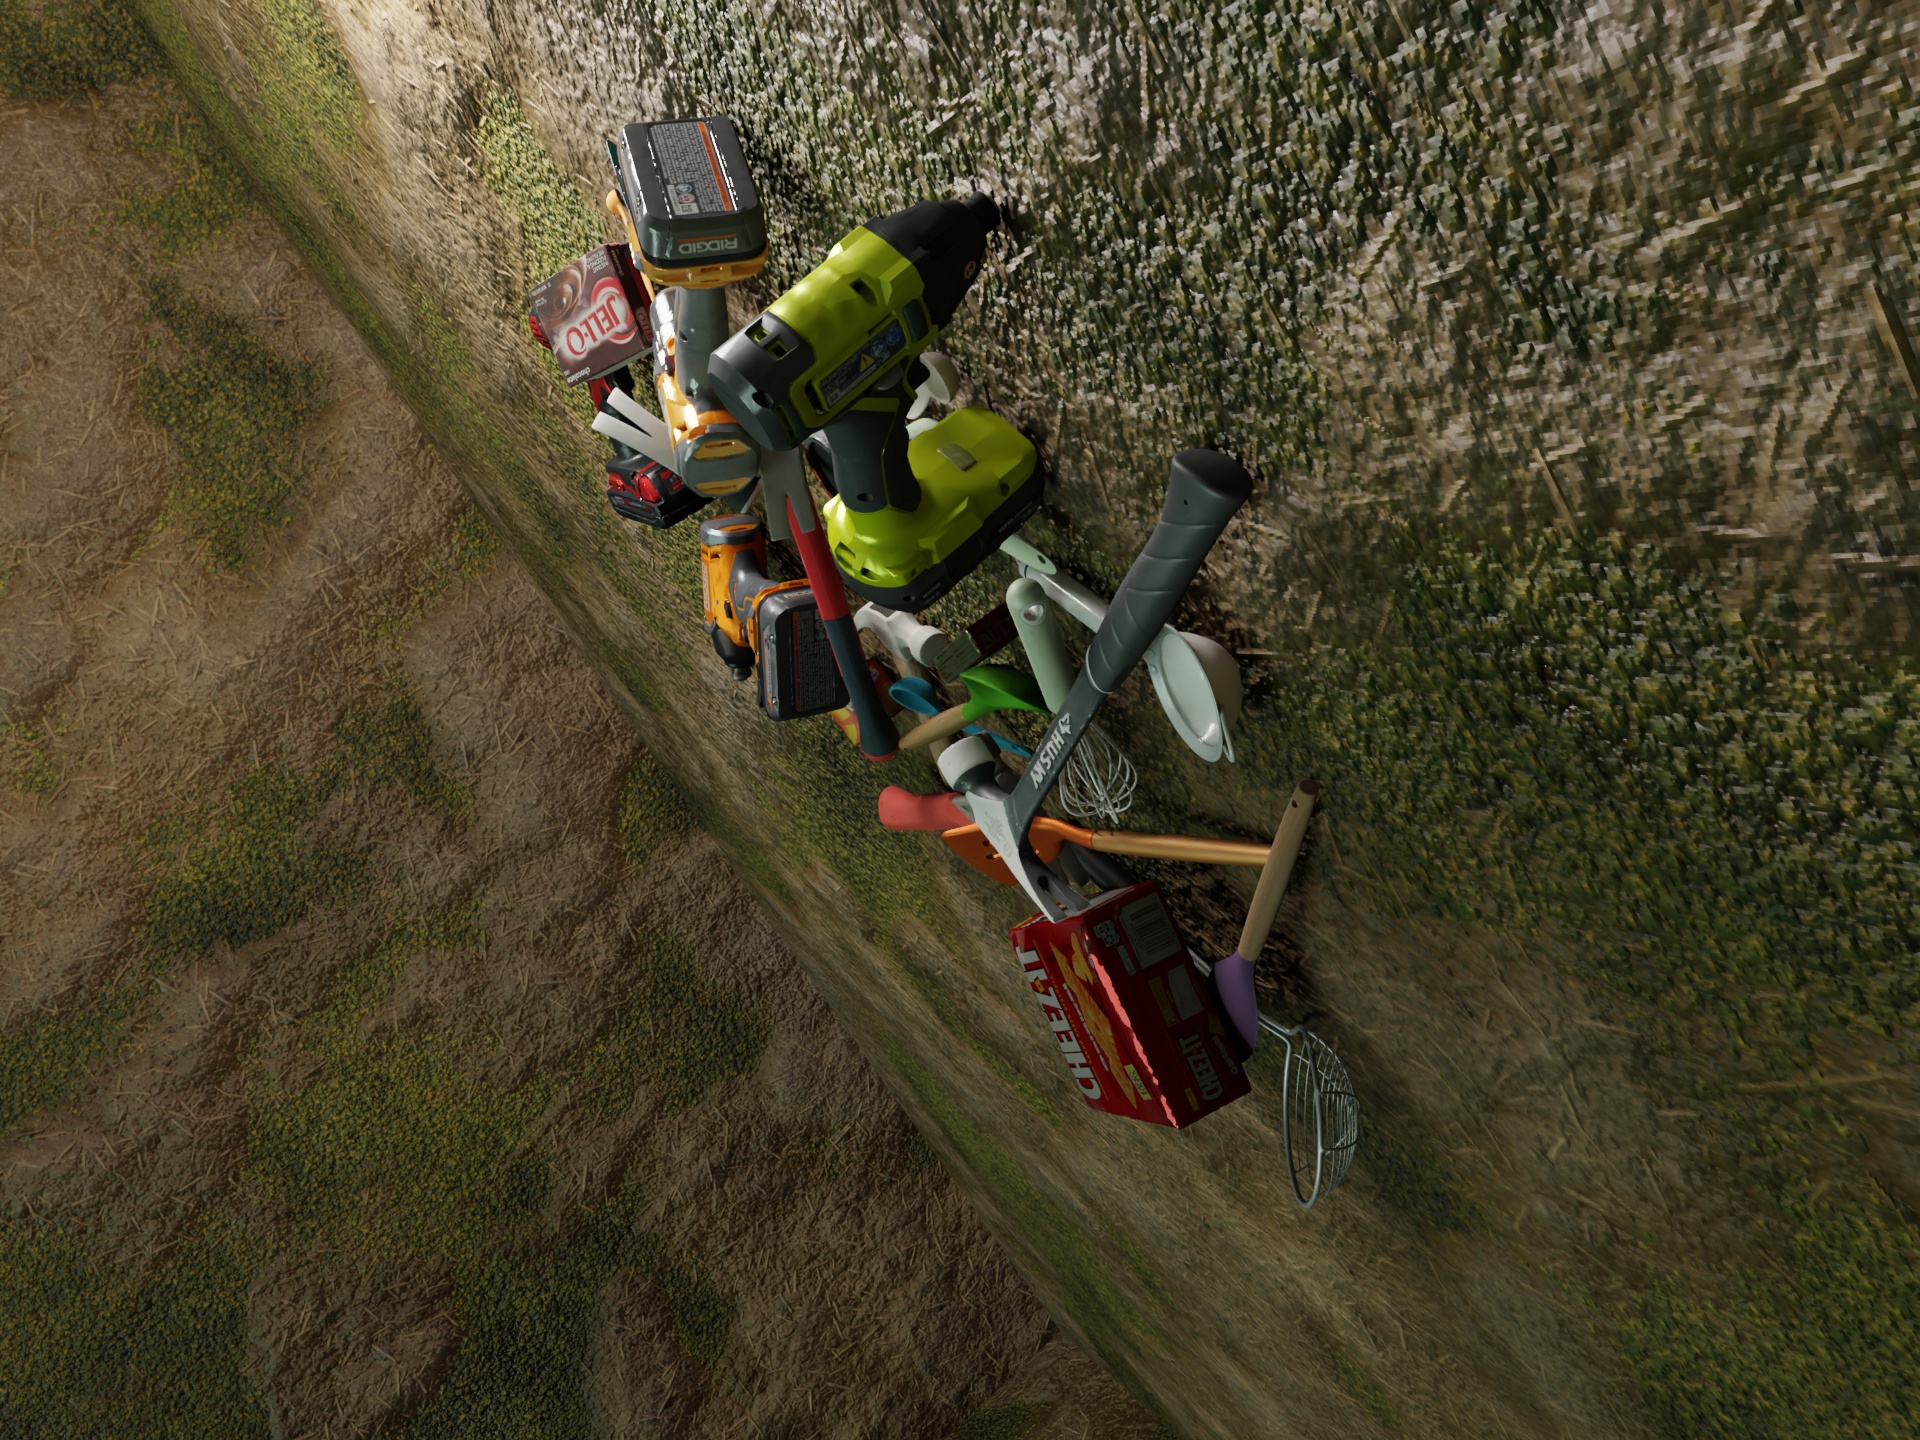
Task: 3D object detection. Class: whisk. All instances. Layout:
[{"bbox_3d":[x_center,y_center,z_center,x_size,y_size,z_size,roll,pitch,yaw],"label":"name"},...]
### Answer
[{"bbox_3d":[0.073,-0.009,1.075,0.246,0.058,0.059,65,180,-47],"label":"whisk"}]

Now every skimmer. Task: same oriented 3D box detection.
[{"bbox_3d":[0.169,0.208,1.221,0.364,0.090,0.127,43,152,31],"label":"skimmer"}]

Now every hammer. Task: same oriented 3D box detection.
[{"bbox_3d":[-0.001,0.088,1.413,0.149,0.037,0.359,56,163,-7],"label":"hammer"},{"bbox_3d":[-0.221,-0.217,1.312,0.127,0.034,0.337,30,-176,-9],"label":"hammer"},{"bbox_3d":[0.080,-0.016,0.939,0.149,0.036,0.408,58,152,20],"label":"hammer"},{"bbox_3d":[-0.018,0.018,1.431,0.130,0.031,0.331,36,157,43],"label":"hammer"},{"bbox_3d":[-0.098,-0.076,1.269,0.385,0.038,0.143,75,-179,-52],"label":"hammer"}]

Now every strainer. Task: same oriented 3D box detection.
[{"bbox_3d":[0.103,-0.052,0.963,0.259,0.050,0.086,43,154,46],"label":"strainer"}]

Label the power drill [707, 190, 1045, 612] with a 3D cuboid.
[{"bbox_3d":[-0.029,-0.172,0.877,0.080,0.171,0.223,43,169,28],"label":"power drill"}]

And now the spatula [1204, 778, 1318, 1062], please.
[{"bbox_3d":[0.196,0.140,1.045,0.060,0.018,0.315,54,155,33],"label":"spatula"}]

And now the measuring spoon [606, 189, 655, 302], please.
[{"bbox_3d":[-0.260,-0.371,1.257,0.021,0.011,0.117,85,163,-70],"label":"measuring spoon"}]

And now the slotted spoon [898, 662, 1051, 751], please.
[{"bbox_3d":[-0.002,-0.004,1.230,0.070,0.031,0.314,24,165,-13],"label":"slotted spoon"}]

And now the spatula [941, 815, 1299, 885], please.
[{"bbox_3d":[0.111,0.095,1.130,0.081,0.041,0.323,39,158,-29],"label":"spatula"}]

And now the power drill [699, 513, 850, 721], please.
[{"bbox_3d":[-0.178,-0.082,1.470,0.227,0.084,0.164,41,137,53],"label":"power drill"}]

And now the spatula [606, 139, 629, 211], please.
[{"bbox_3d":[-0.228,-0.330,1.264,0.317,0.044,0.082,100,151,-70],"label":"spatula"}]

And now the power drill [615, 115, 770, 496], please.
[{"bbox_3d":[-0.181,-0.291,1.074,0.226,0.084,0.186,98,158,-52],"label":"power drill"}]

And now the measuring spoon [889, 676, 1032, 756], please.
[{"bbox_3d":[0.003,-0.005,1.301,0.128,0.021,0.042,25,162,-2],"label":"measuring spoon"}]

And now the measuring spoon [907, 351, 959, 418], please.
[{"bbox_3d":[-0.021,-0.213,1.016,0.034,0.018,0.124,55,170,-8],"label":"measuring spoon"}]

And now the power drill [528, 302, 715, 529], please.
[{"bbox_3d":[-0.303,-0.295,1.480,0.188,0.080,0.226,20,140,49],"label":"power drill"}]

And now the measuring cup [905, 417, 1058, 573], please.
[{"bbox_3d":[0.016,-0.141,1.018,0.168,0.038,0.083,37,157,36],"label":"measuring cup"}]
